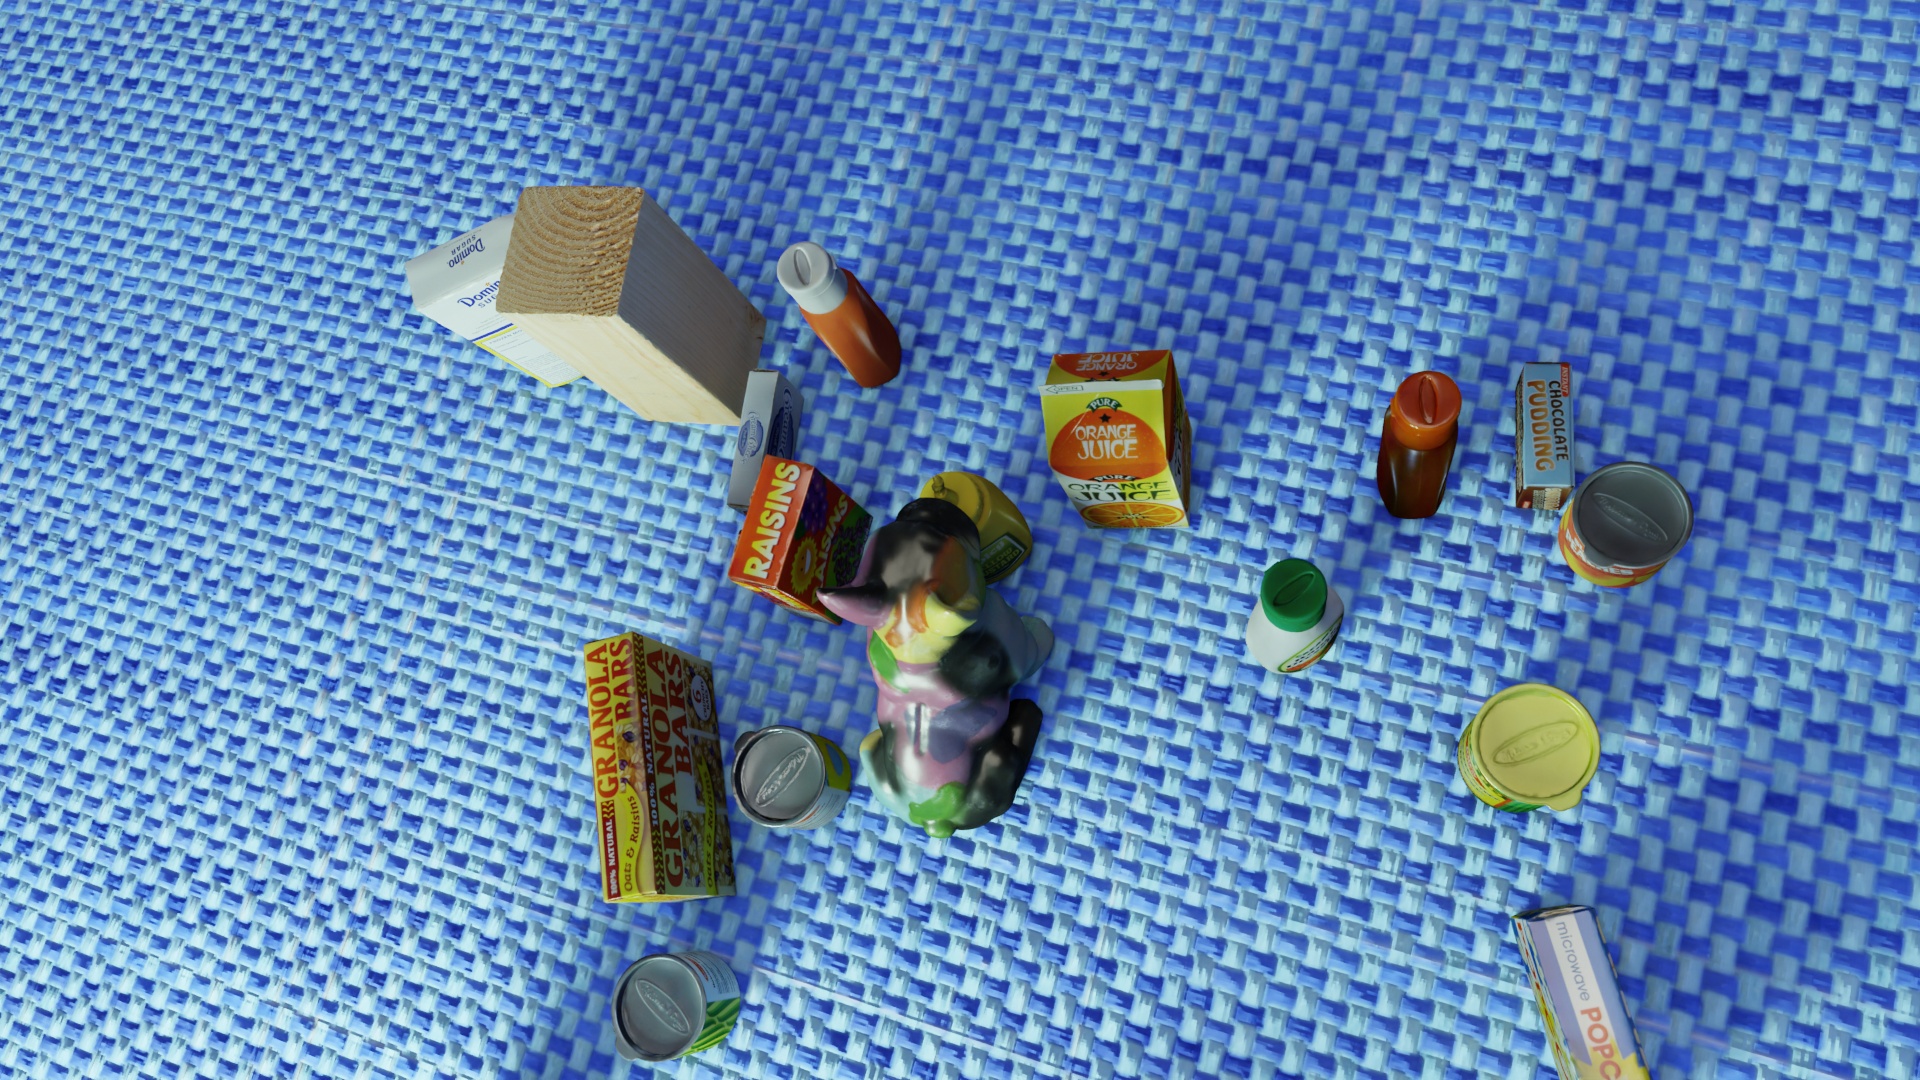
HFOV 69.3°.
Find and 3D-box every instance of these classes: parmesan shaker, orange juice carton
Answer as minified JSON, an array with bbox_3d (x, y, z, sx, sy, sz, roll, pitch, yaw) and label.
[{"bbox_3d":[0.327,0.125,0.804,0.071,0.103,0.071,-4,75,13],"label":"parmesan shaker"},{"bbox_3d":[0.101,-0.065,0.866,0.072,0.192,0.073,0,76,14],"label":"orange juice carton"}]

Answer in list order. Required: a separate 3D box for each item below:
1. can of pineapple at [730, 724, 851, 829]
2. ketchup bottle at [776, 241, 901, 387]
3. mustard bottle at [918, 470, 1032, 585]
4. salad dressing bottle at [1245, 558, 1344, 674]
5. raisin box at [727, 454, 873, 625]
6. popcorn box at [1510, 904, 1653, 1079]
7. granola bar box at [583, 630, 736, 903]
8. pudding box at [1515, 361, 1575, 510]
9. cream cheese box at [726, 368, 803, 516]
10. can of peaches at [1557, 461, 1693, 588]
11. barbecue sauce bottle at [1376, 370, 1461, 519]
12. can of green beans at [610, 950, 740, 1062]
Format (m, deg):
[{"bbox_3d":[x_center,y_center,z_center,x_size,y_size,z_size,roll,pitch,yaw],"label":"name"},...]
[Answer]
[{"bbox_3d":[-0.113,0.158,0.931,0.071,0.057,0.071,-4,75,13],"label":"can of pineapple"},{"bbox_3d":[-0.083,-0.159,0.961,0.043,0.148,0.065,-20,72,9],"label":"ketchup bottle"},{"bbox_3d":[0.003,-0.011,0.893,0.065,0.160,0.049,-33,70,4],"label":"mustard bottle"},{"bbox_3d":[0.201,0.045,0.834,0.064,0.147,0.044,-39,70,2],"label":"salad dressing bottle"},{"bbox_3d":[-0.106,0.002,0.937,0.040,0.123,0.086,13,79,17],"label":"raisin box"},{"bbox_3d":[0.347,0.268,0.770,0.038,0.085,0.127,-16,72,10],"label":"popcorn box"},{"bbox_3d":[-0.198,0.154,0.918,0.039,0.124,0.166,-13,73,11],"label":"granola bar box"},{"bbox_3d":[0.367,-0.065,0.874,0.030,0.049,0.084,2,76,15],"label":"pudding box"},{"bbox_3d":[-0.140,-0.066,1.001,0.024,0.053,0.104,4,76,15],"label":"cream cheese box"},{"bbox_3d":[0.401,-0.007,0.845,0.071,0.058,0.071,-4,75,13],"label":"can of peaches"},{"bbox_3d":[0.278,-0.060,0.843,0.043,0.148,0.065,-2,75,14],"label":"barbecue sauce bottle"},{"bbox_3d":[-0.185,0.304,0.910,0.071,0.057,0.071,-4,75,13],"label":"can of green beans"}]
